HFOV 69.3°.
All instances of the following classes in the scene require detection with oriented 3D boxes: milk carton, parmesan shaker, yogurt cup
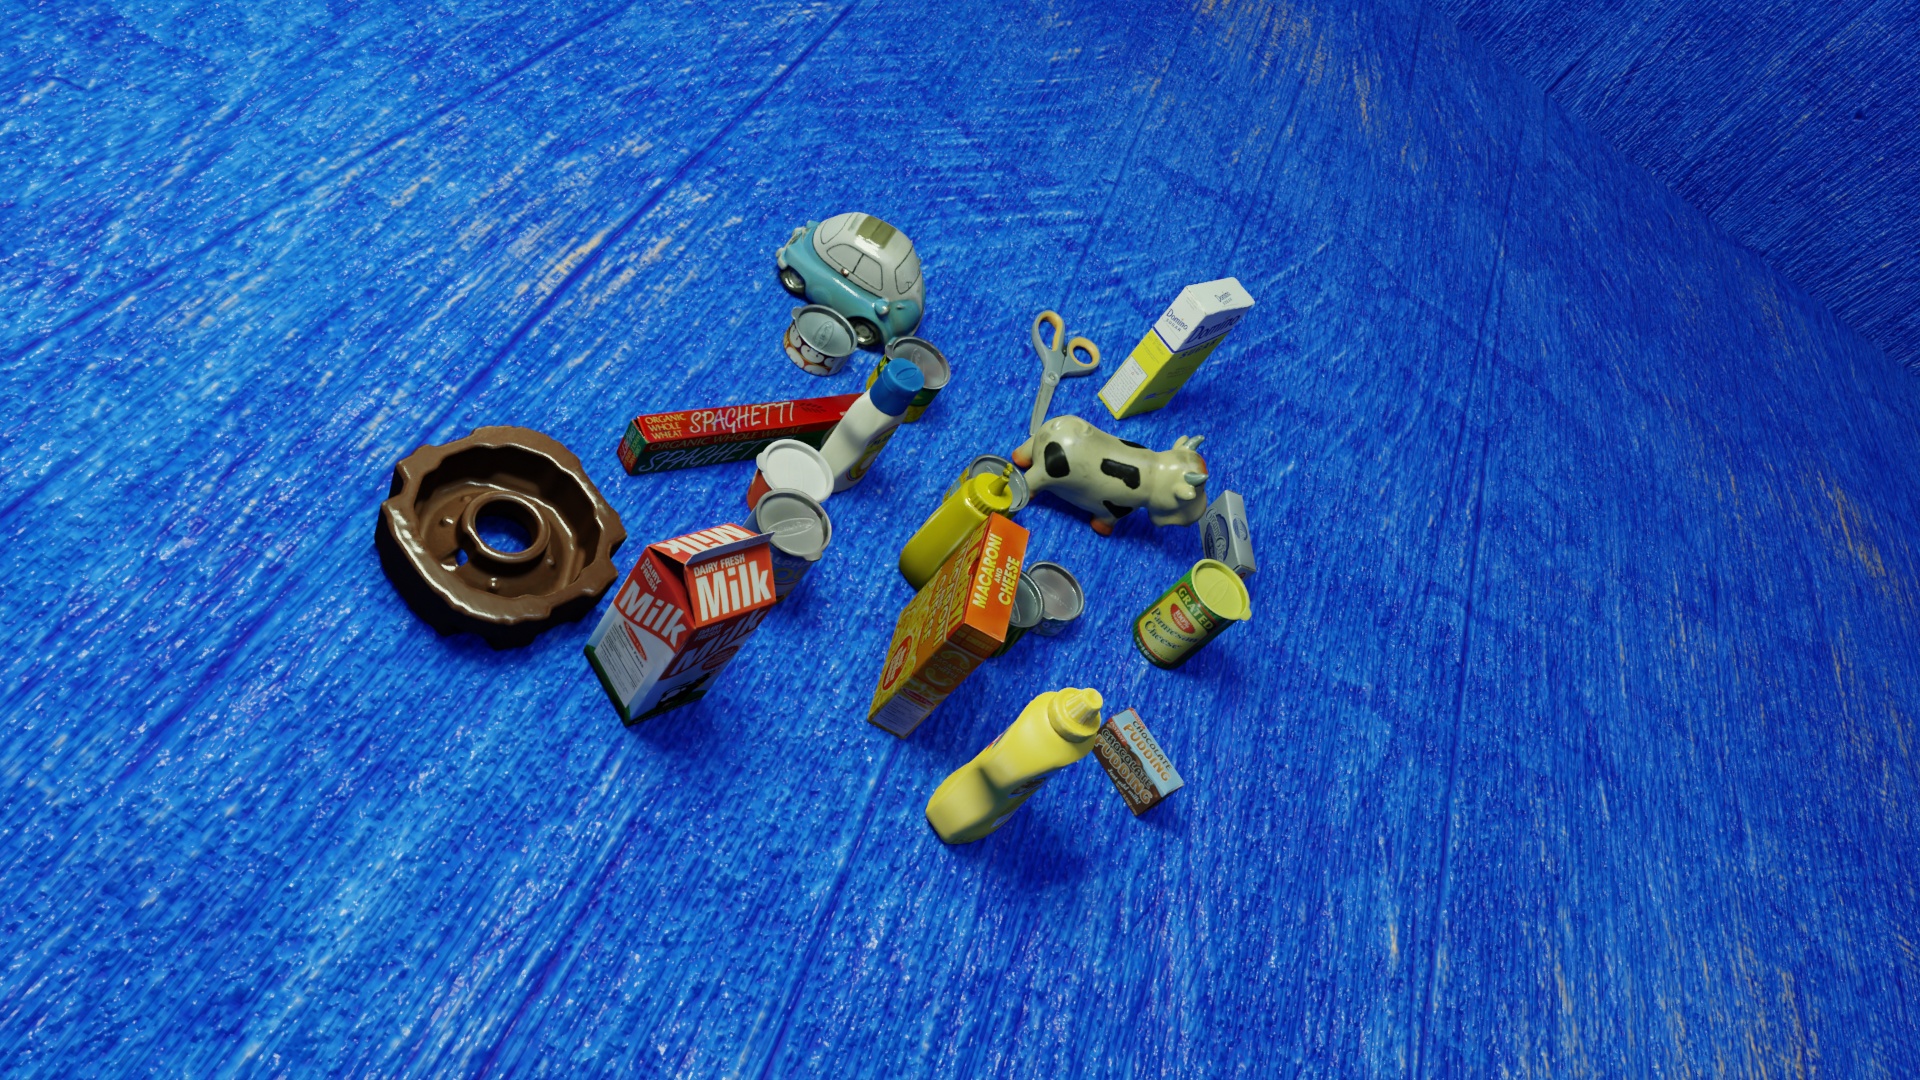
[{"bbox_3d":[-0.198,0.052,1.003,0.072,0.189,0.073,-19,69,-42],"label":"milk carton"},{"bbox_3d":[0.222,0.075,1.338,0.071,0.102,0.072,19,48,-22],"label":"parmesan shaker"},{"bbox_3d":[-0.152,-0.046,1.212,0.072,0.053,0.073,19,48,-22],"label":"yogurt cup"}]

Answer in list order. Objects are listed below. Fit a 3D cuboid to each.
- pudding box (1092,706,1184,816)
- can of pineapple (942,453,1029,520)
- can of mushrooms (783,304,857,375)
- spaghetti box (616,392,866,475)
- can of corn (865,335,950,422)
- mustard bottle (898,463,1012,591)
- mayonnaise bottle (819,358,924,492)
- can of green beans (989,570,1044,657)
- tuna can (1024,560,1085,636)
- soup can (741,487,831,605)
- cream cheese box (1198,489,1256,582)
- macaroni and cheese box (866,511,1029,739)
[{"bbox_3d":[0.155,0.196,1.233,0.030,0.049,0.084,-18,68,-42],"label":"pudding box"},{"bbox_3d":[0.022,-0.040,1.324,0.071,0.057,0.071,19,48,-22],"label":"can of pineapple"},{"bbox_3d":[-0.139,-0.197,1.355,0.071,0.033,0.071,19,48,-22],"label":"can of mushrooms"},{"bbox_3d":[-0.182,-0.097,1.234,0.251,0.050,0.029,-12,64,-40],"label":"spaghetti box"},{"bbox_3d":[-0.054,-0.159,1.365,0.071,0.058,0.071,19,48,-22],"label":"can of corn"},{"bbox_3d":[0.004,-0.015,1.218,0.065,0.159,0.049,-27,74,-44],"label":"mustard bottle"},{"bbox_3d":[-0.081,-0.102,1.237,0.041,0.147,0.065,49,44,8],"label":"mayonnaise bottle"},{"bbox_3d":[0.033,0.063,1.249,0.071,0.057,0.071,19,48,-22],"label":"can of green beans"},{"bbox_3d":[0.080,0.056,1.305,0.071,0.032,0.071,19,48,-22],"label":"tuna can"},{"bbox_3d":[-0.152,0.009,1.146,0.071,0.083,0.072,19,48,-22],"label":"soup can"},{"bbox_3d":[0.281,0.002,1.472,0.024,0.053,0.104,18,48,-23],"label":"cream cheese box"},{"bbox_3d":[-0.011,0.071,1.135,0.040,0.165,0.124,29,45,-13],"label":"macaroni and cheese box"}]
